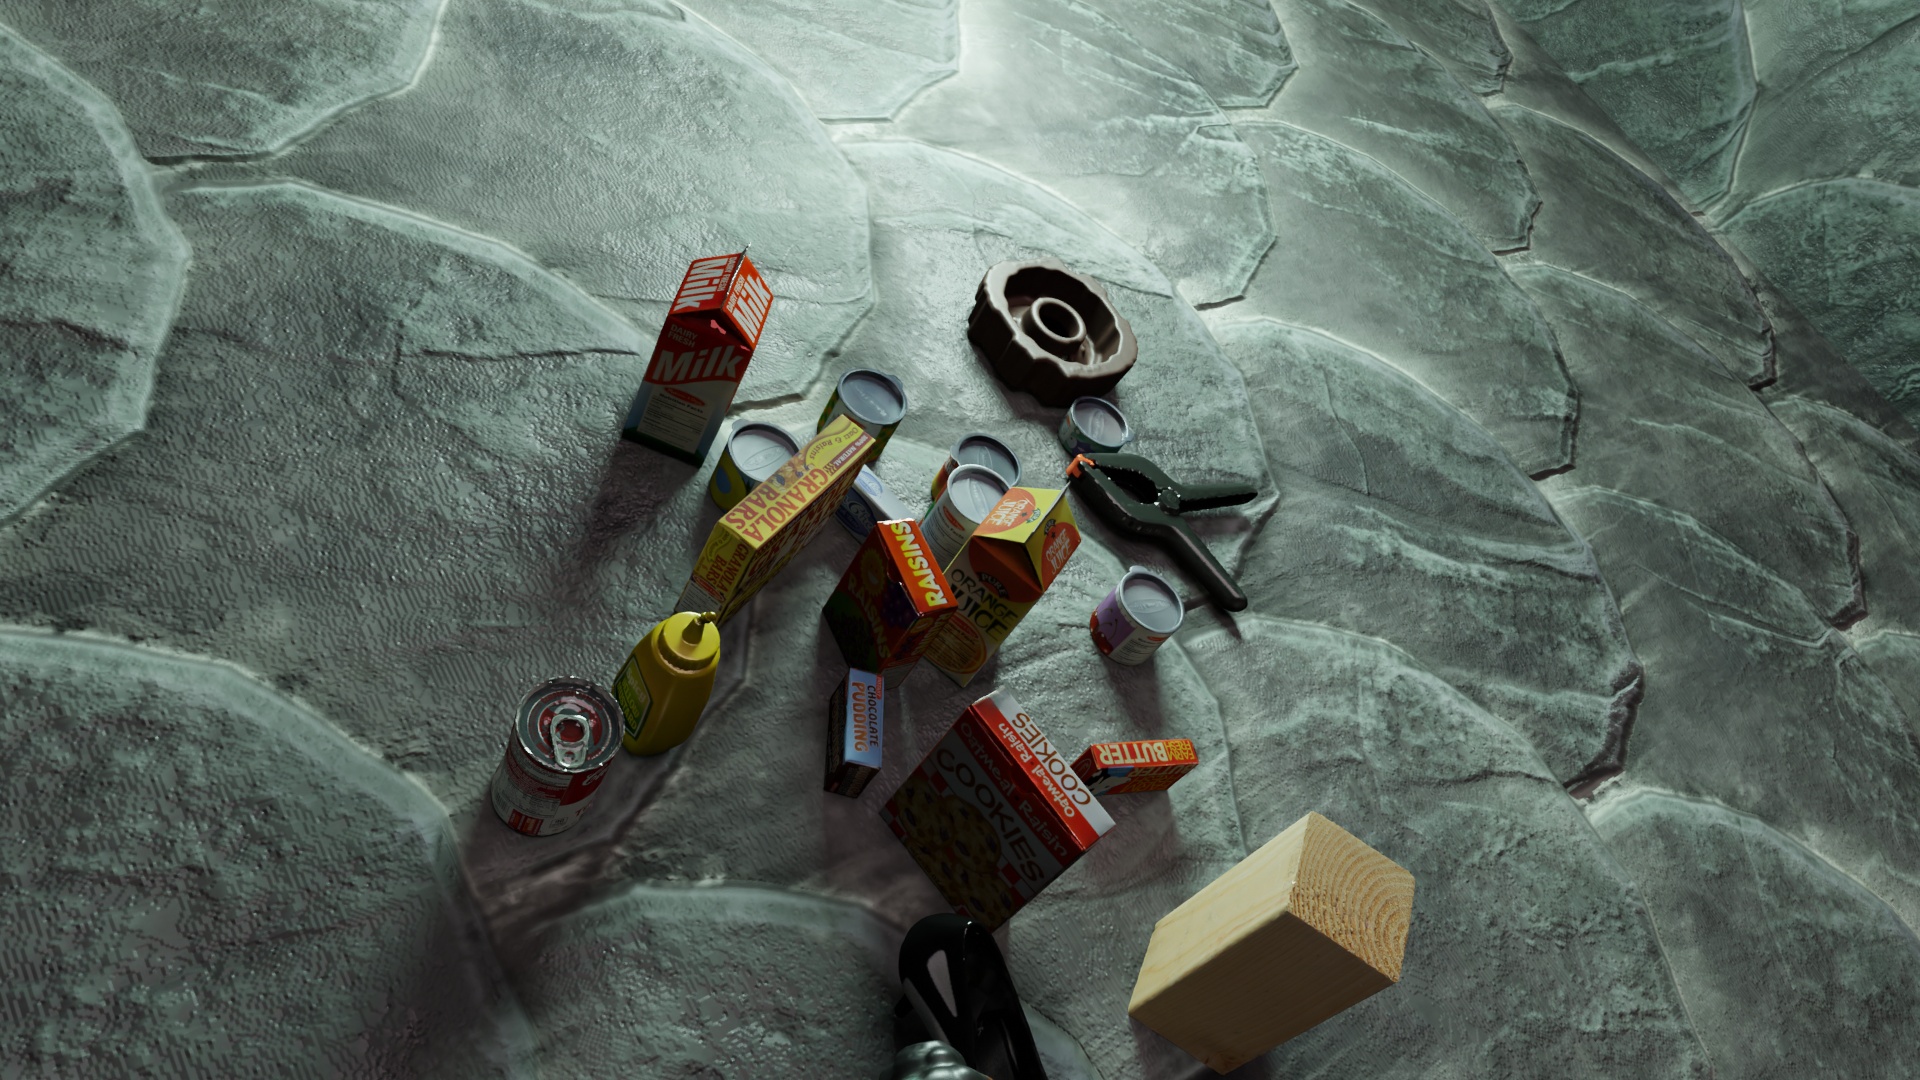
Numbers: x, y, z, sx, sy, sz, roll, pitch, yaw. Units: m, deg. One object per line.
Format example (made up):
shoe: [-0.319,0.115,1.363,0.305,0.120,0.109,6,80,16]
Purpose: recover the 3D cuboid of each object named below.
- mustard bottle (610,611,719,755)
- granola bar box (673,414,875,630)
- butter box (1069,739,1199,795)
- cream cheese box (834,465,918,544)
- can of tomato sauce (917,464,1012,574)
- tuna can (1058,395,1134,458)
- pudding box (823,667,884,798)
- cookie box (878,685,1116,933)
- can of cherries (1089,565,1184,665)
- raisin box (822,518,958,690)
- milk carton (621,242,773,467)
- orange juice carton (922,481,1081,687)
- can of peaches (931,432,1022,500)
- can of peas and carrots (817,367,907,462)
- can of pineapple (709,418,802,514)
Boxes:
mustard bottle: [-0.198,0.089,0.950,0.049,0.159,0.065,-11,61,-36]
granola bar box: [-0.144,-0.012,1.087,0.039,0.123,0.166,39,46,3]
butter box: [0.139,0.187,1.139,0.104,0.052,0.024,1,55,-29]
cream cheese box: [-0.087,-0.035,1.187,0.104,0.053,0.024,46,46,10]
can of tomato sauce: [0.004,-0.015,1.203,0.071,0.082,0.071,16,49,-19]
tuna can: [0.135,-0.108,1.388,0.071,0.032,0.071,16,49,-19]
pudding box: [-0.080,0.145,1.050,0.030,0.049,0.084,16,49,-19]
cookie box: [0.021,0.197,0.983,0.040,0.166,0.123,-27,72,-41]
can of cherries: [0.157,0.067,1.241,0.071,0.058,0.072,16,49,-19]
raisin box: [-0.057,0.052,1.085,0.040,0.122,0.086,-9,60,-35]
milk carton: [-0.207,-0.152,1.117,0.073,0.189,0.073,22,47,-13]
orange juice carton: [0.030,0.029,1.106,0.073,0.191,0.072,38,45,2]
can of peaches: [0.012,-0.055,1.257,0.071,0.057,0.071,16,49,-19]
can of peas and carrots: [-0.087,-0.113,1.246,0.071,0.058,0.071,16,49,-19]
can of pineapple: [-0.170,-0.058,1.155,0.071,0.057,0.071,16,49,-19]
